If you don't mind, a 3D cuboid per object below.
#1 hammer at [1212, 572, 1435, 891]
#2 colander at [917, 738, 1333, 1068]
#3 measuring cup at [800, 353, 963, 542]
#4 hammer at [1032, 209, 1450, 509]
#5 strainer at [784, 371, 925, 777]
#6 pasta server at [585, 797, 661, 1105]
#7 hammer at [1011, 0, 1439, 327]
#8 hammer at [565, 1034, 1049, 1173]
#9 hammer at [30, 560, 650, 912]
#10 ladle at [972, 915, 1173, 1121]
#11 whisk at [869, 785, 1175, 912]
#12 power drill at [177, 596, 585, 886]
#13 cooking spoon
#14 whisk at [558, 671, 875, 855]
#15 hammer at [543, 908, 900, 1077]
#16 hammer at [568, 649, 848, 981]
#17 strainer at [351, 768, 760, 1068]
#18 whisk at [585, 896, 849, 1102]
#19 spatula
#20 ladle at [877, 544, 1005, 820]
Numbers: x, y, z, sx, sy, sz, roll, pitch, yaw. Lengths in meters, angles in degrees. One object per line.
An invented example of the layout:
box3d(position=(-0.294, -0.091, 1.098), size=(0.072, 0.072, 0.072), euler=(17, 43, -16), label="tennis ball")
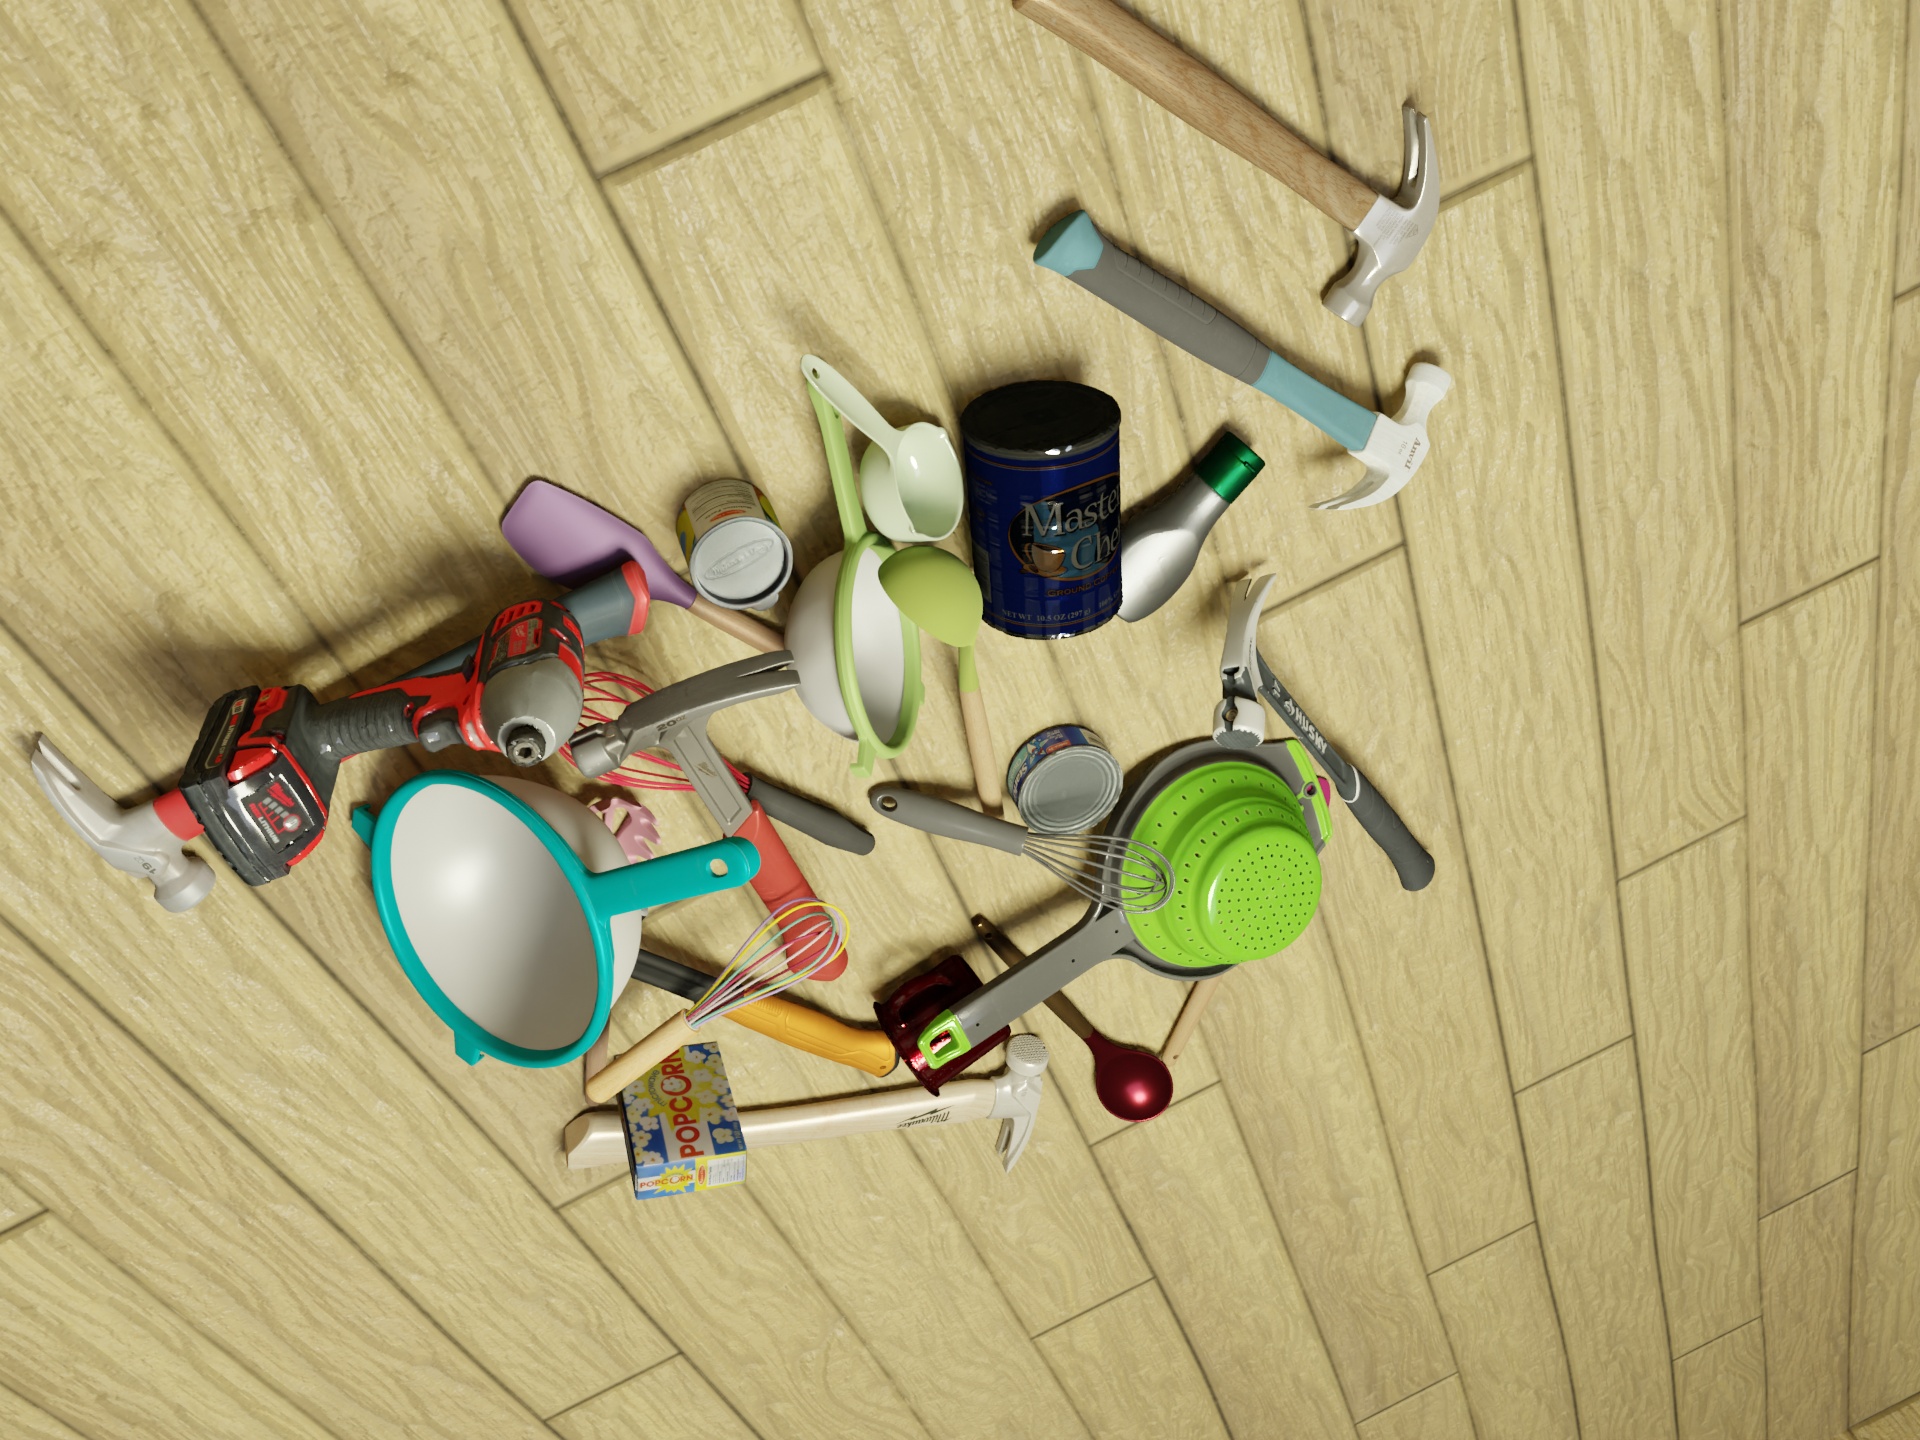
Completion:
box3d(position=(0.302, 0.037, 1.274), size=(0.036, 0.149, 0.408), euler=(-10, 146, 32), label="hammer")
box3d(position=(0.149, 0.166, 1.243), size=(0.397, 0.095, 0.204), euler=(-32, 115, -13), label="colander")
box3d(position=(-0.059, -0.173, 0.998), size=(0.038, 0.083, 0.167), euler=(-6, 149, 36), label="measuring cup")
box3d(position=(0.188, -0.243, 1.058), size=(0.330, 0.033, 0.128), euler=(24, 87, -27), label="hammer")
box3d(position=(-0.088, -0.097, 1.041), size=(0.069, 0.151, 0.256), euler=(-5, 110, 16), label="strainer")
box3d(position=(-0.266, 0.180, 1.191), size=(0.060, 0.040, 0.316), euler=(-4, 125, -23), label="pasta server")
box3d(position=(0.171, -0.371, 0.980), size=(0.331, 0.031, 0.130), euler=(21, 114, -31), label="hammer")
box3d(position=(-0.128, 0.351, 1.363), size=(0.410, 0.038, 0.146), euler=(-2, 125, -19), label="hammer")
box3d(position=(-0.378, -0.014, 1.005), size=(0.386, 0.038, 0.143), euler=(-27, 127, 2), label="hammer")
box3d(position=(0.096, 0.261, 1.391), size=(0.069, 0.031, 0.315), euler=(-37, 126, 6), label="ladle")
box3d(position=(0.045, 0.093, 1.193), size=(0.239, 0.055, 0.055), euler=(17, 120, 3), label="whisk")
box3d(position=(-0.325, 0.009, 0.927), size=(0.219, 0.143, 0.078), euler=(-20, 123, 0), label="power drill")
box3d(position=(0.243, 0.182, 1.396), size=(0.068, 0.017, 0.318), euler=(8, 119, -25), label="cooking spoon")
box3d(position=(-0.169, 0.040, 1.121), size=(0.295, 0.073, 0.073), euler=(29, 110, -39), label="whisk")
box3d(position=(-0.175, 0.226, 1.235), size=(0.127, 0.034, 0.336), euler=(-46, 132, 15), label="hammer")
box3d(position=(-0.134, 0.087, 1.118), size=(0.149, 0.037, 0.358), euler=(-21, 143, 1), label="hammer")
box3d(position=(-0.236, 0.104, 1.027), size=(0.340, 0.095, 0.211), euler=(-16, 100, 35), label="strainer")
box3d(position=(-0.179, 0.211, 1.165), size=(0.245, 0.051, 0.047), euler=(-37, 141, 13), label="whisk")
box3d(position=(-0.162, -0.068, 1.071), size=(0.315, 0.018, 0.059), euler=(28, 111, -32), label="spatula")
box3d(position=(-0.002, -0.004, 1.131), size=(0.062, 0.078, 0.319), euler=(-23, 142, -9), label="ladle")
